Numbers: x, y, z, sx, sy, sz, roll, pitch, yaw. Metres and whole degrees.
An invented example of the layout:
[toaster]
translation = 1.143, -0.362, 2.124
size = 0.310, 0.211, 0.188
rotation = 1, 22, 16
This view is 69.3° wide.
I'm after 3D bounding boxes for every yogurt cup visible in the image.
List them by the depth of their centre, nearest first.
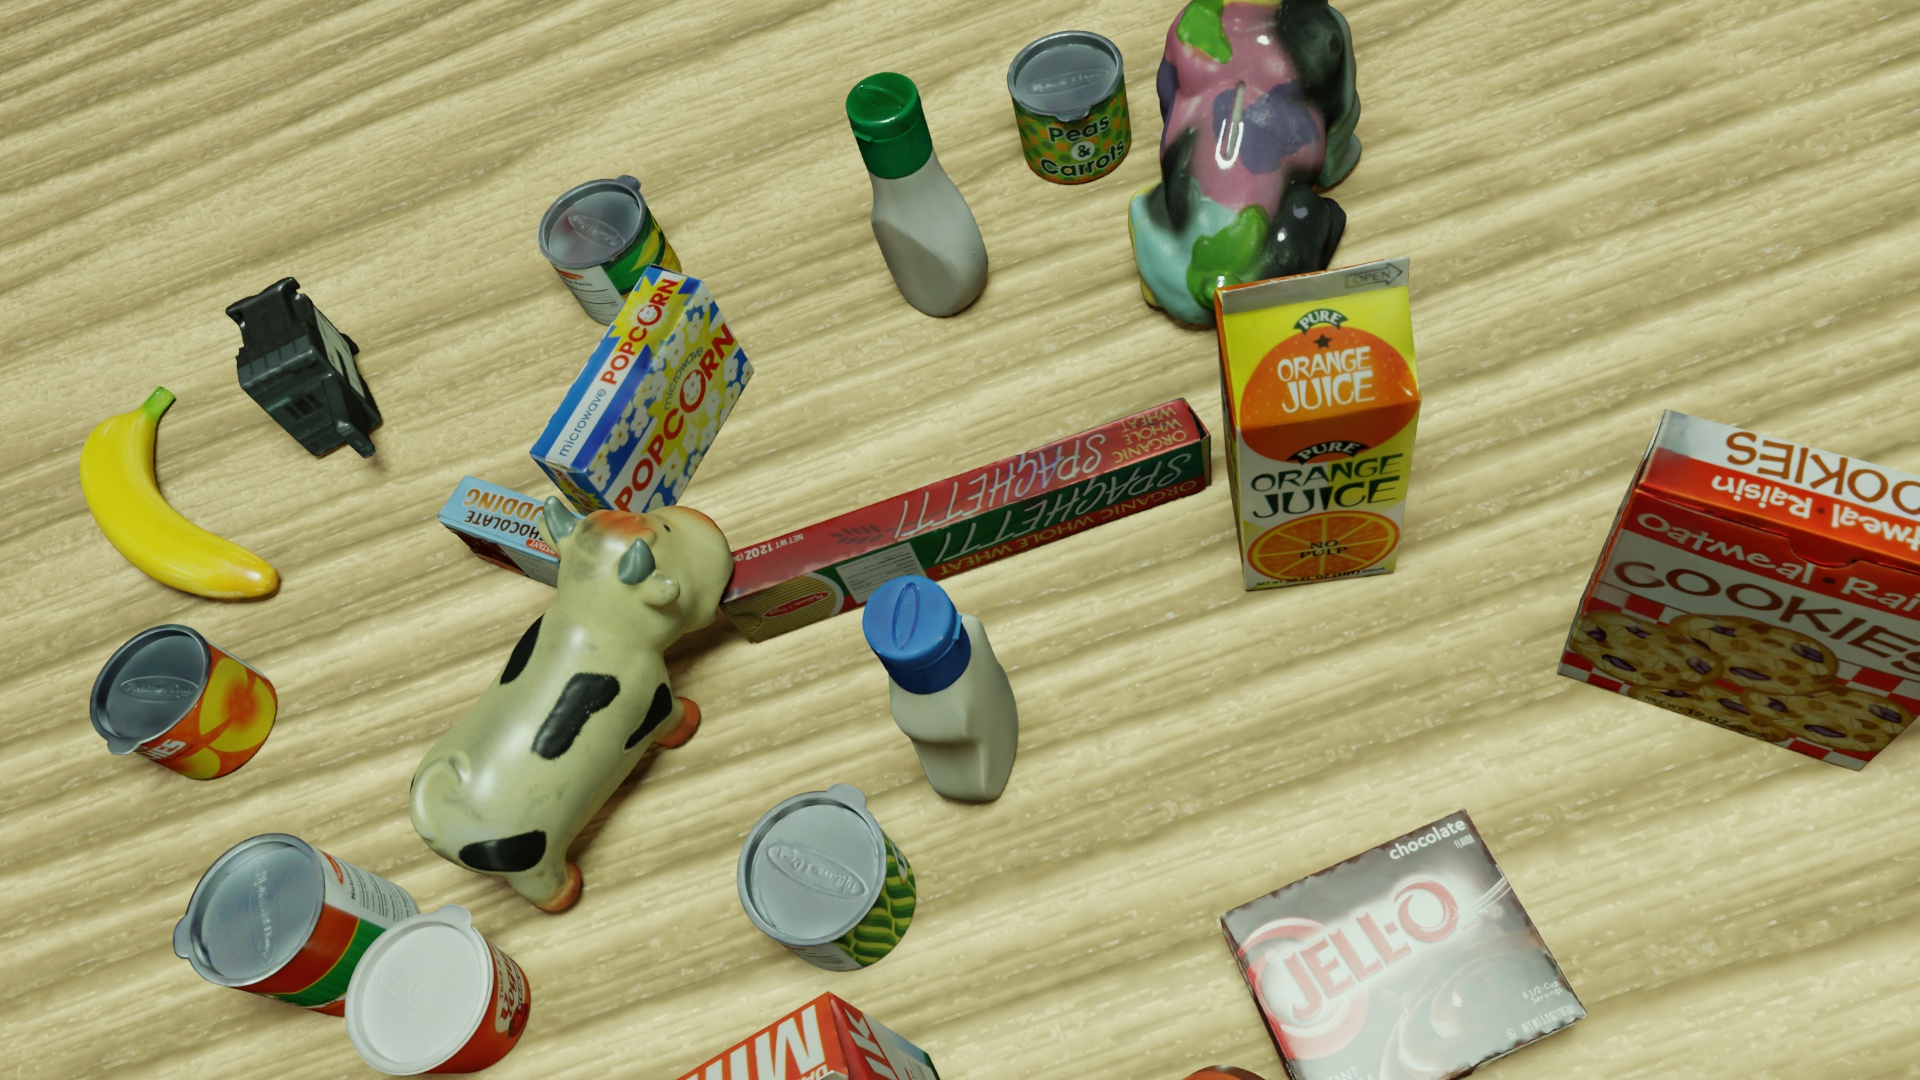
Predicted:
[yogurt cup]
translation = -0.230, 0.206, 0.622
size = 0.072, 0.053, 0.073
rotation = -5, 61, 10

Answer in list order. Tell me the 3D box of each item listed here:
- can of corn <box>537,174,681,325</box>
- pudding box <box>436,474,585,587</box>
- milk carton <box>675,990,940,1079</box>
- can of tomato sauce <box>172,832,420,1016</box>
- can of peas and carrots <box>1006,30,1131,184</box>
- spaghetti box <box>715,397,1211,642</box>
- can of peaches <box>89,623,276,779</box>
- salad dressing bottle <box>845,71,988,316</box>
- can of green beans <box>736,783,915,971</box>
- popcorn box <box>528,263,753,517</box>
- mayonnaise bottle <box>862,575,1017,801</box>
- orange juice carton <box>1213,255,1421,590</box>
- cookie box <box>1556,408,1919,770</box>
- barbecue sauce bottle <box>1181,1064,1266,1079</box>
[can of corn]
translation = -0.204, -0.171, 0.821
size = 0.071, 0.058, 0.071
rotation = -5, 61, 10
[pudding box]
translation = -0.229, -0.001, 0.738
size = 0.084, 0.049, 0.030
rotation = 17, 67, 21
[milk carton]
translation = -0.048, 0.219, 0.494
size = 0.072, 0.189, 0.074
rotation = -29, 60, -3
[can of tomato sauce]
translation = -0.299, 0.179, 0.635
size = 0.071, 0.082, 0.071
rotation = -5, 61, 10
[can of peas and carrots]
translation = 0.065, -0.248, 0.802
size = 0.071, 0.058, 0.071
rotation = -5, 61, 10
[spaghetti box]
translation = 0.002, -0.009, 0.690
size = 0.250, 0.050, 0.029
rotation = -19, 60, 2
[can of peaches]
translation = -0.404, 0.087, 0.724
size = 0.071, 0.058, 0.071
rotation = -5, 61, 10
[salad dressing bottle]
translation = -0.024, -0.179, 0.733
size = 0.064, 0.147, 0.044
rotation = 30, 72, 25
[can of green beans]
translation = -0.057, 0.151, 0.611
size = 0.071, 0.057, 0.071
rotation = -5, 61, 10
[popcorn box]
translation = -0.167, -0.070, 0.742
size = 0.038, 0.085, 0.127
rotation = 17, 67, 21
[mayonnaise bottle]
translation = -0.006, 0.062, 0.596
size = 0.041, 0.147, 0.065
rotation = 1, 62, 14
[orange juice carton]
translation = 0.151, -0.055, 0.599
size = 0.072, 0.192, 0.073
rotation = -8, 61, 9
[cookie box]
translation = 0.310, 0.025, 0.533
size = 0.123, 0.166, 0.040
rotation = 19, 68, 22
[barbecue sauce bottle]
translation = 0.092, 0.215, 0.489
size = 0.044, 0.148, 0.065
rotation = 15, 66, 20
